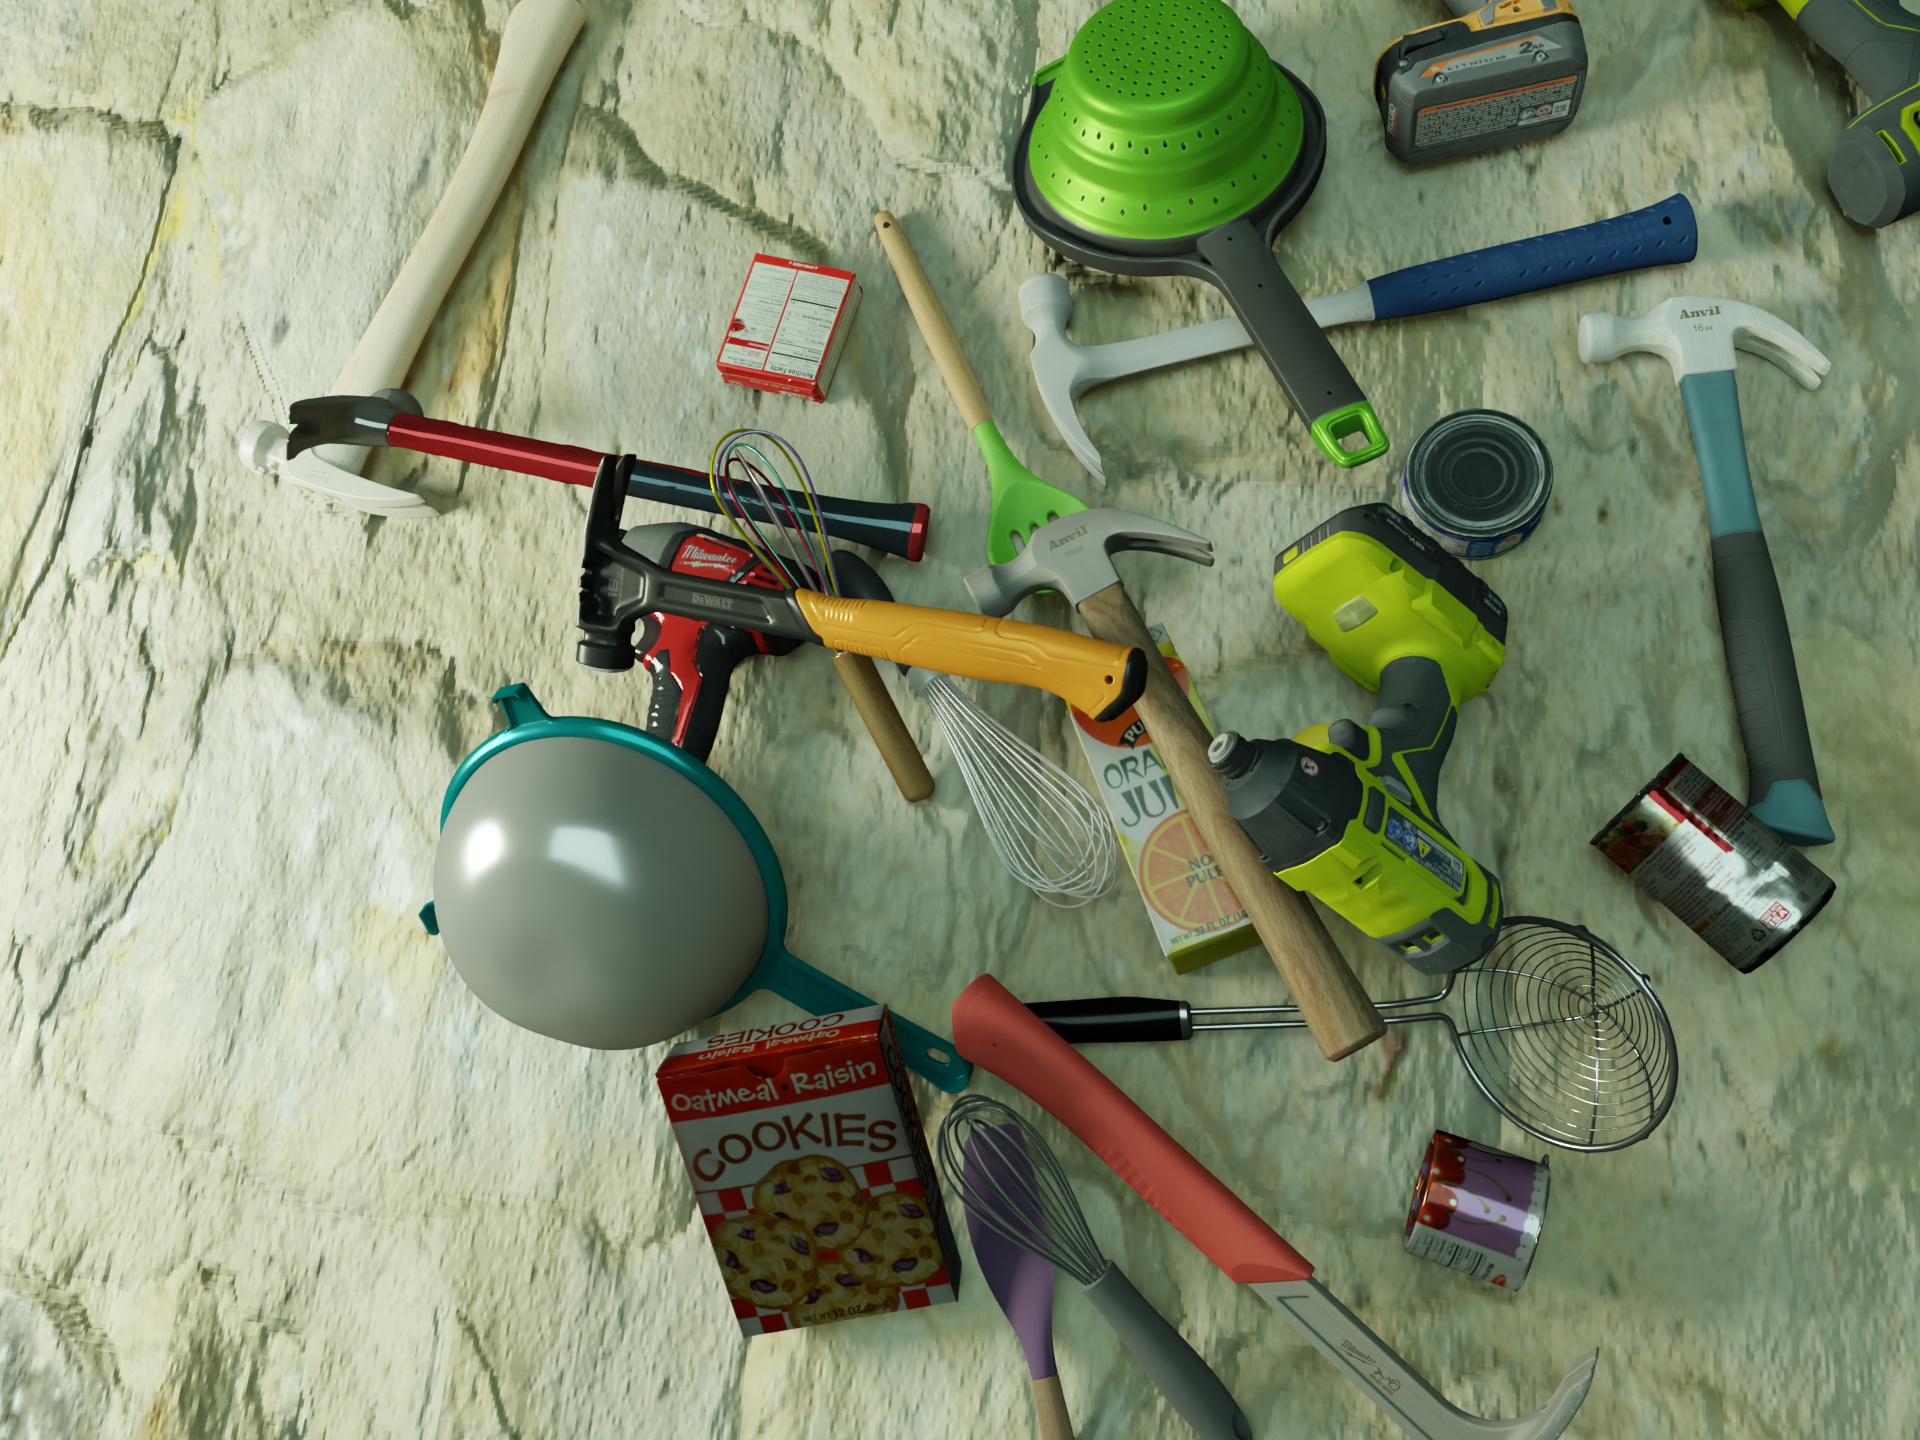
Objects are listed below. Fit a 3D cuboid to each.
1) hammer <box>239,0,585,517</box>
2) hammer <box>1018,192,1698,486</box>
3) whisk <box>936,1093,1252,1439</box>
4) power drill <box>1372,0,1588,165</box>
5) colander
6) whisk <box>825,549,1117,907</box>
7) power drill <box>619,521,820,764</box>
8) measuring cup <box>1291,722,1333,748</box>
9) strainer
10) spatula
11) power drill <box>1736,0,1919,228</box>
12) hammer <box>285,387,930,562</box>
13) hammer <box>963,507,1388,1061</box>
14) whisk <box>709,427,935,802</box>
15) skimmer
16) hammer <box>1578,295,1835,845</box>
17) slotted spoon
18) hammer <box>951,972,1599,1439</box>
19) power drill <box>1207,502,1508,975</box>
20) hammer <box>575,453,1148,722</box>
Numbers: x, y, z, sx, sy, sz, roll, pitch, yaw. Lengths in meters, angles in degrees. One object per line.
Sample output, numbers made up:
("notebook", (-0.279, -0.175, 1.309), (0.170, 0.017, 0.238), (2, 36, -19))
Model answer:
("hammer", (-0.356, -0.338, 1.128), (0.146, 0.038, 0.411), (19, 78, 14))
("hammer", (0.245, -0.253, 0.988), (0.405, 0.035, 0.144), (-12, 72, 7))
("whisk", (0.071, 0.292, 0.829), (0.055, 0.055, 0.239), (-41, 90, -3))
("power drill", (0.291, -0.473, 1.023), (0.185, 0.084, 0.226), (-10, 68, 8))
("colander", (0.154, -0.321, 0.959), (0.204, 0.094, 0.397), (-23, 61, 0))
("whisk", (-0.002, -0.003, 0.953), (0.070, 0.070, 0.285), (-38, 66, -2))
("power drill", (-0.192, -0.020, 0.984), (0.143, 0.078, 0.220), (21, 76, 15))
("measuring cup", (0.240, 0.066, 0.898), (0.062, 0.029, 0.157), (-36, 69, -1))
("strainer", (-0.153, 0.140, 0.876), (0.340, 0.095, 0.211), (29, 122, -1))
("spatula", (0.049, 0.376, 0.845), (0.060, 0.018, 0.316), (-27, 69, 40))
("power drill", (0.581, -0.427, 0.955), (0.190, 0.080, 0.229), (-26, 74, 3))
("hammer", (-0.212, -0.150, 0.986), (0.386, 0.143, 0.038), (12, 106, 3))
("hammer", (0.130, 0.025, 0.852), (0.130, 0.031, 0.331), (-29, 70, 2))
("whisk", (-0.081, -0.060, 0.945), (0.051, 0.047, 0.245), (-21, 100, 39))
("skimmer", (0.180, 0.170, 0.848), (0.363, 0.090, 0.127), (-4, 104, 12))
("hammer", (0.443, -0.091, 0.905), (0.128, 0.033, 0.331), (-5, 73, 10))
("slotted spoon", (0.007, -0.210, 1.026), (0.070, 0.031, 0.314), (-25, 69, 3))
("hammer", (0.139, 0.255, 0.825), (0.359, 0.036, 0.149), (41, 111, 17))
("power drill", (0.211, -0.001, 0.826), (0.171, 0.080, 0.223), (35, 48, -17))
("hammer", (-0.060, -0.061, 0.880), (0.337, 0.034, 0.127), (12, 103, 18))
